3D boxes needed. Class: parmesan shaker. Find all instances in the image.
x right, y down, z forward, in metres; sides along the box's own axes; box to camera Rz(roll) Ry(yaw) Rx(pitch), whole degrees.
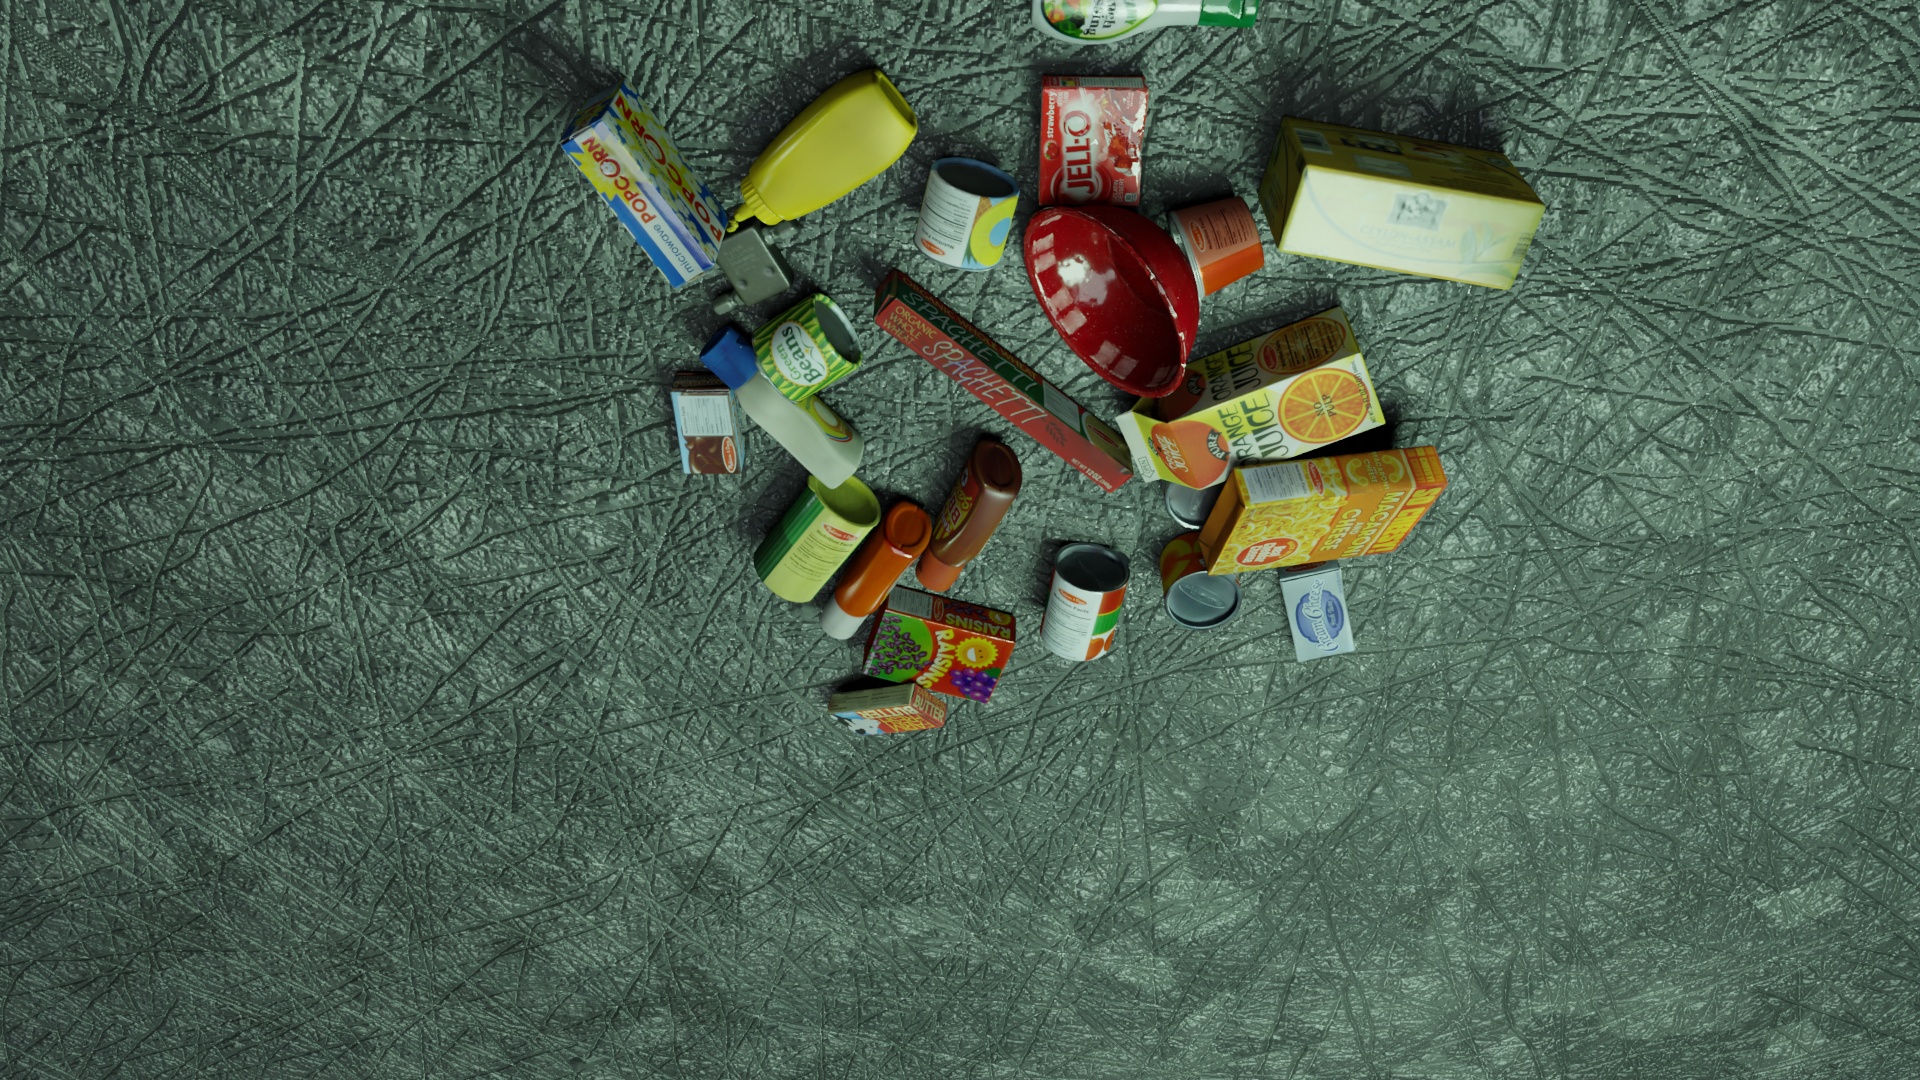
[{"bbox_3d":[-0.125,-0.005,1.175,0.071,0.072,0.102,30,123,-20],"label":"parmesan shaker"}]

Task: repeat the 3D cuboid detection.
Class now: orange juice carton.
[{"bbox_3d":[0.222,-0.104,1.088,0.192,0.073,0.071,-20,125,16],"label":"orange juice carton"}]

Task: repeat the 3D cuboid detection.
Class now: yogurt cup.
[{"bbox_3d":[0.186,-0.215,1.010,0.054,0.073,0.072,-20,125,6],"label":"yogurt cup"}]

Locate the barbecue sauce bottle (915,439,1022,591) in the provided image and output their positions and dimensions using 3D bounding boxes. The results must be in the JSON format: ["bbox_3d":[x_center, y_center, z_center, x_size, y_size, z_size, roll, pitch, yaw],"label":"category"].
[{"bbox_3d":[0.004,-0.015,1.171,0.044,0.065,0.147,12,136,-18],"label":"barbecue sauce bottle"}]

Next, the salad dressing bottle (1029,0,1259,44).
[{"bbox_3d":[0.120,-0.359,0.912,0.148,0.044,0.064,1,128,0],"label":"salad dressing bottle"}]

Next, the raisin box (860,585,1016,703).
[{"bbox_3d":[-0.020,0.096,1.269,0.123,0.040,0.085,15,126,-9],"label":"raisin box"}]

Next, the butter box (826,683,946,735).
[{"bbox_3d":[-0.069,0.159,1.301,0.103,0.024,0.053,-11,144,34],"label":"butter box"}]

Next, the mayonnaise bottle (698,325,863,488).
[{"bbox_3d":[-0.141,-0.108,1.101,0.041,0.065,0.148,-37,115,22],"label":"mayonnaise bottle"}]

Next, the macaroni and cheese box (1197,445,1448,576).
[{"bbox_3d":[0.289,-0.024,1.122,0.167,0.040,0.123,-7,154,-9],"label":"macaroni and cheese box"}]

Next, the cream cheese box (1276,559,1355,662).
[{"bbox_3d":[0.319,0.062,1.245,0.053,0.024,0.103,-13,126,11],"label":"cream cheese box"}]

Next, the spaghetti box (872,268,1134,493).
[{"bbox_3d":[0.036,-0.123,1.091,0.250,0.050,0.028,34,120,-22],"label":"spaghetti box"}]

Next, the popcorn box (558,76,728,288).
[{"bbox_3d":[-0.218,-0.251,0.975,0.038,0.085,0.126,-25,123,18],"label":"popcorn box"}]

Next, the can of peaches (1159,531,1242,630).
[{"bbox_3d":[0.209,0.033,1.204,0.071,0.058,0.070,1,127,1],"label":"can of peaches"}]

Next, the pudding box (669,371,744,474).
[{"bbox_3d":[-0.205,-0.095,1.131,0.050,0.030,0.083,-1,128,0],"label":"pudding box"}]

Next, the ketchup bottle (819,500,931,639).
[{"bbox_3d":[-0.078,0.031,1.208,0.043,0.065,0.148,31,132,-9],"label":"ketchup bottle"}]

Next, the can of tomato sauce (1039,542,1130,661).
[{"bbox_3d":[0.109,0.053,1.218,0.071,0.071,0.082,6,128,-4],"label":"can of tomato sauce"}]

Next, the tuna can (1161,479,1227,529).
[{"bbox_3d":[0.204,-0.044,1.160,0.071,0.033,0.070,1,128,1],"label":"tuna can"}]

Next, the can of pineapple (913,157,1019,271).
[{"bbox_3d":[0.005,-0.235,0.997,0.071,0.071,0.057,12,127,-8],"label":"can of pineapple"}]

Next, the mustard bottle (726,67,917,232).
[{"bbox_3d":[-0.108,-0.267,0.984,0.160,0.049,0.065,-29,122,22],"label":"mustard bottle"}]

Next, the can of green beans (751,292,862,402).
[{"bbox_3d":[-0.117,-0.148,1.065,0.057,0.071,0.071,-28,122,20],"label":"can of green beans"}]
